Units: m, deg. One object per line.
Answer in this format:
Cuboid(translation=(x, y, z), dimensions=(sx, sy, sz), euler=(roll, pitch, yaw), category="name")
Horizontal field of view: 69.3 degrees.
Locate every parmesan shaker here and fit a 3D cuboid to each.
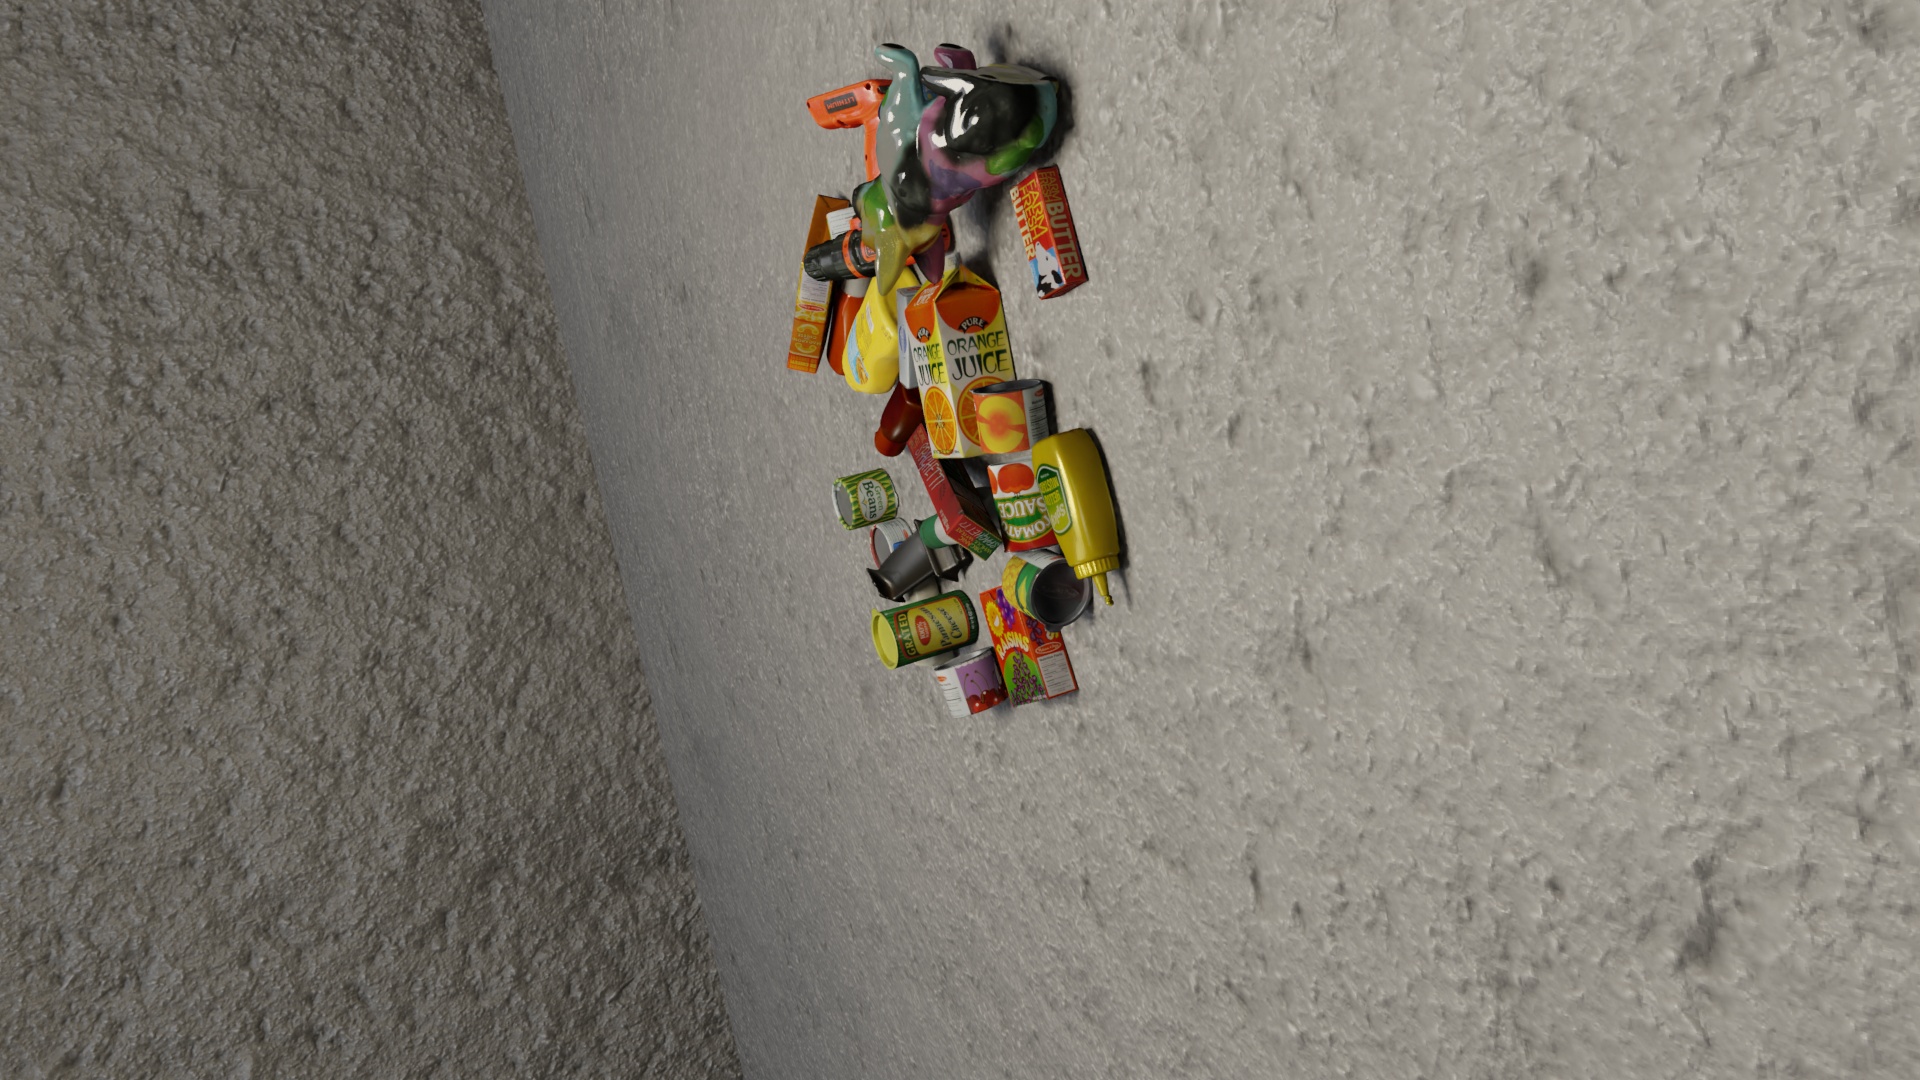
Cuboid(translation=(-0.041, 0.096, 1.552), dimensions=(0.071, 0.103, 0.071), euler=(42, 140, 49), category="parmesan shaker")

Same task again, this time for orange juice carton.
Cuboid(translation=(0.001, -0.179, 1.346), dimensions=(0.072, 0.073, 0.192), euler=(5, 108, 64), category="orange juice carton")

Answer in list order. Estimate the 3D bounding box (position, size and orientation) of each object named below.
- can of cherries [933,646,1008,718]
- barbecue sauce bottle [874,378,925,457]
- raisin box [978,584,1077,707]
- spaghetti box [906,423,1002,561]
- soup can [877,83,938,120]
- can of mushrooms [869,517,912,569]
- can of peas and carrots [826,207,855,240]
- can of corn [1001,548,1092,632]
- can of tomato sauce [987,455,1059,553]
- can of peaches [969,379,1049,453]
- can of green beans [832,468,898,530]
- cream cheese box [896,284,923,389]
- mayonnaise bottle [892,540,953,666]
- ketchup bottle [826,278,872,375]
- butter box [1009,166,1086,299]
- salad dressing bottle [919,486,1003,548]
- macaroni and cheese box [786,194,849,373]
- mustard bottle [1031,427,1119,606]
Cuboid(translation=(0.014, 0.154, 1.514), dimensions=(0.071, 0.072, 0.058), euler=(-19, 92, 65), category="can of cherries")
Cuboid(translation=(-0.061, -0.140, 1.530), dimensions=(0.148, 0.044, 0.065), euler=(127, 153, -61), category="barbecue sauce bottle")
Cuboid(translation=(0.066, 0.102, 1.406), dimensions=(0.086, 0.040, 0.123), euler=(-29, 76, 66), category="raisin box")
Cuboid(translation=(-0.009, -0.053, 1.379), dimensions=(0.028, 0.050, 0.251), euler=(-50, 24, 12), category="spaghetti box")
Cuboid(translation=(-0.031, -0.384, 1.306), dimensions=(0.084, 0.071, 0.071), euler=(64, 153, 21), category="soup can")
Cuboid(translation=(-0.082, 0.010, 1.676), dimensions=(0.071, 0.033, 0.070), euler=(41, 139, 50), category="can of mushrooms")
Cuboid(translation=(-0.107, -0.329, 1.503), dimensions=(0.071, 0.071, 0.058), euler=(6, 109, 64), category="can of peas and carrots")
Cuboid(translation=(0.080, 0.045, 1.310), dimensions=(0.058, 0.071, 0.071), euler=(26, 127, 60), category="can of corn")
Cuboid(translation=(0.064, -0.035, 1.297), dimensions=(0.071, 0.071, 0.083), euler=(0, 103, 65), category="can of tomato sauce")
Cuboid(translation=(0.045, -0.115, 1.292), dimensions=(0.071, 0.071, 0.058), euler=(18, 120, 61), category="can of peaches")
Cuboid(translation=(-0.117, -0.050, 1.687), dimensions=(0.071, 0.058, 0.071), euler=(42, 140, 50), category="can of green beans")
Cuboid(translation=(-0.036, -0.211, 1.430), dimensions=(0.024, 0.053, 0.103), euler=(44, 141, 52), category="cream cheese box")
Cuboid(translation=(-0.046, 0.072, 1.629), dimensions=(0.064, 0.041, 0.148), euler=(-4, 98, 64), category="mayonnaise bottle")
Cuboid(translation=(-0.125, -0.263, 1.600), dimensions=(0.148, 0.043, 0.065), euler=(105, 154, -47), category="ketchup bottle")
Cuboid(translation=(0.075, -0.265, 1.198), dimensions=(0.053, 0.024, 0.103), euler=(-14, 91, 66), category="butter box")
Cuboid(translation=(0.005, -0.018, 1.448), dimensions=(0.147, 0.044, 0.064), euler=(-15, 82, 61), category="salad dressing bottle")
Cuboid(translation=(-0.165, -0.295, 1.609), dimensions=(0.165, 0.040, 0.124), euler=(107, 172, -50), category="macaroni and cheese box")
Cuboid(translation=(0.109, -0.018, 1.236), dimensions=(0.065, 0.049, 0.160), euler=(-27, 78, 66), category="mustard bottle")
